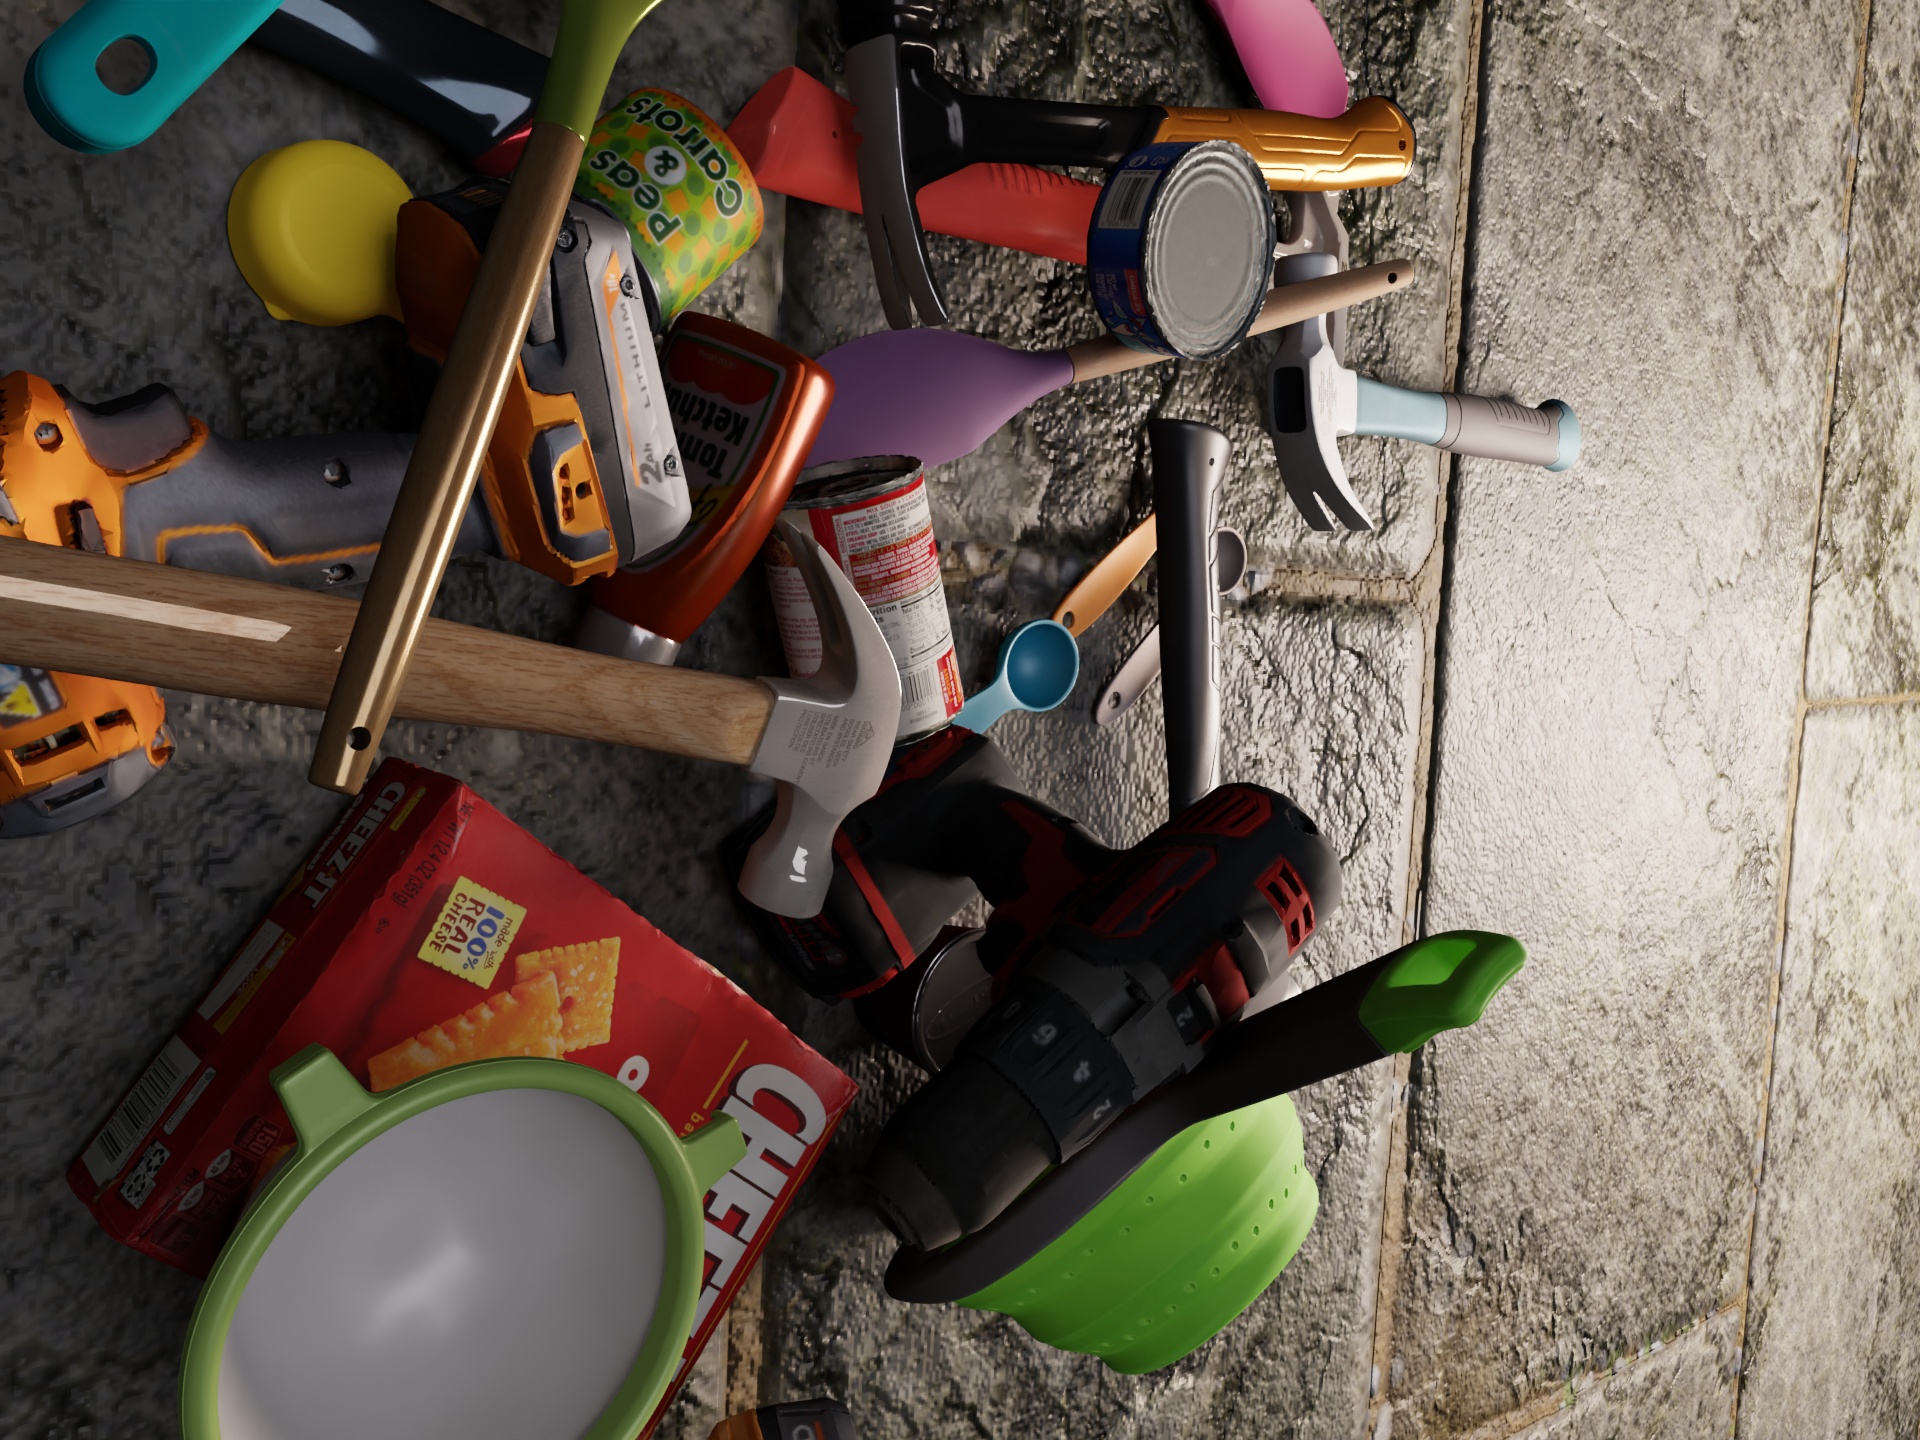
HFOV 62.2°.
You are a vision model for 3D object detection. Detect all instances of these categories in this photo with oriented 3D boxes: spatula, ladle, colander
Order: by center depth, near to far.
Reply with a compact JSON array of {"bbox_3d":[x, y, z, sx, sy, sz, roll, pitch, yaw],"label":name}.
[{"bbox_3d":[-0.109,-0.134,0.420,0.078,0.062,0.320,23,77,-36],"label":"ladle"},{"bbox_3d":[0.098,0.161,0.568,0.204,0.397,0.094,-38,84,-27],"label":"colander"},{"bbox_3d":[0.067,-0.161,0.687,0.316,0.018,0.059,-19,109,-20],"label":"spatula"}]

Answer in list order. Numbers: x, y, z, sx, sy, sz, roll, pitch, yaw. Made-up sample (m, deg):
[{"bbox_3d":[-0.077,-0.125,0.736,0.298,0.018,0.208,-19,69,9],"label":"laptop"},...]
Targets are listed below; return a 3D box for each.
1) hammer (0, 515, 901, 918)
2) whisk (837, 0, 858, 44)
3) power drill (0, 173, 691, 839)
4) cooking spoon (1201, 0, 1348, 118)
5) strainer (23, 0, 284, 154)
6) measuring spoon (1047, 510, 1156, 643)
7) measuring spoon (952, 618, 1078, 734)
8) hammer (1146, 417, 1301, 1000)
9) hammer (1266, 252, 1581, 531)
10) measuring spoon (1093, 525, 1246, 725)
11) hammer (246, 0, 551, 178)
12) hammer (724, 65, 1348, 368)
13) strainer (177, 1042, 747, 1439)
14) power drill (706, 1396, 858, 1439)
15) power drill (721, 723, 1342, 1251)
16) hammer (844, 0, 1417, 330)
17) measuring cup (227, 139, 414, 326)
[{"bbox_3d":[-0.154,-0.017,0.451,0.331,0.031,0.130,11,106,-40],"label":"hammer"},{"bbox_3d":[-0.064,-0.391,0.576,0.073,0.073,0.295,-35,123,-32],"label":"whisk"},{"bbox_3d":[-0.202,-0.082,0.454,0.226,0.084,0.164,-28,128,-28],"label":"power drill"},{"bbox_3d":[0.088,-0.367,0.730,0.318,0.017,0.069,26,78,-40],"label":"cooking spoon"},{"bbox_3d":[-0.161,-0.278,0.468,0.210,0.095,0.340,50,60,-38],"label":"strainer"},{"bbox_3d":[0.076,-0.077,0.764,0.117,0.011,0.021,-47,122,-22],"label":"measuring spoon"},{"bbox_3d":[-0.001,-0.002,0.705,0.128,0.021,0.042,-36,117,-21],"label":"measuring spoon"},{"bbox_3d":[0.109,0.021,0.772,0.146,0.035,0.334,-17,110,-38],"label":"hammer"},{"bbox_3d":[0.262,-0.165,0.865,0.331,0.033,0.128,-6,98,-48],"label":"hammer"},{"bbox_3d":[0.099,-0.047,0.786,0.124,0.018,0.034,-52,126,-15],"label":"measuring spoon"},{"bbox_3d":[-0.277,-0.249,0.421,0.386,0.038,0.143,10,88,-41],"label":"hammer"},{"bbox_3d":[0.055,-0.212,0.709,0.359,0.037,0.149,-2,97,-41],"label":"hammer"},{"bbox_3d":[-0.171,0.212,0.457,0.151,0.069,0.256,23,84,-42],"label":"strainer"},{"bbox_3d":[-0.140,0.333,0.539,0.226,0.084,0.185,-7,117,-14],"label":"power drill"},{"bbox_3d":[0.001,0.081,0.571,0.188,0.227,0.080,-39,118,-23],"label":"power drill"},{"bbox_3d":[0.093,-0.243,0.692,0.337,0.034,0.127,-15,105,-39],"label":"hammer"},{"bbox_3d":[-0.166,-0.134,0.534,0.156,0.029,0.062,33,74,-37],"label":"measuring cup"}]
